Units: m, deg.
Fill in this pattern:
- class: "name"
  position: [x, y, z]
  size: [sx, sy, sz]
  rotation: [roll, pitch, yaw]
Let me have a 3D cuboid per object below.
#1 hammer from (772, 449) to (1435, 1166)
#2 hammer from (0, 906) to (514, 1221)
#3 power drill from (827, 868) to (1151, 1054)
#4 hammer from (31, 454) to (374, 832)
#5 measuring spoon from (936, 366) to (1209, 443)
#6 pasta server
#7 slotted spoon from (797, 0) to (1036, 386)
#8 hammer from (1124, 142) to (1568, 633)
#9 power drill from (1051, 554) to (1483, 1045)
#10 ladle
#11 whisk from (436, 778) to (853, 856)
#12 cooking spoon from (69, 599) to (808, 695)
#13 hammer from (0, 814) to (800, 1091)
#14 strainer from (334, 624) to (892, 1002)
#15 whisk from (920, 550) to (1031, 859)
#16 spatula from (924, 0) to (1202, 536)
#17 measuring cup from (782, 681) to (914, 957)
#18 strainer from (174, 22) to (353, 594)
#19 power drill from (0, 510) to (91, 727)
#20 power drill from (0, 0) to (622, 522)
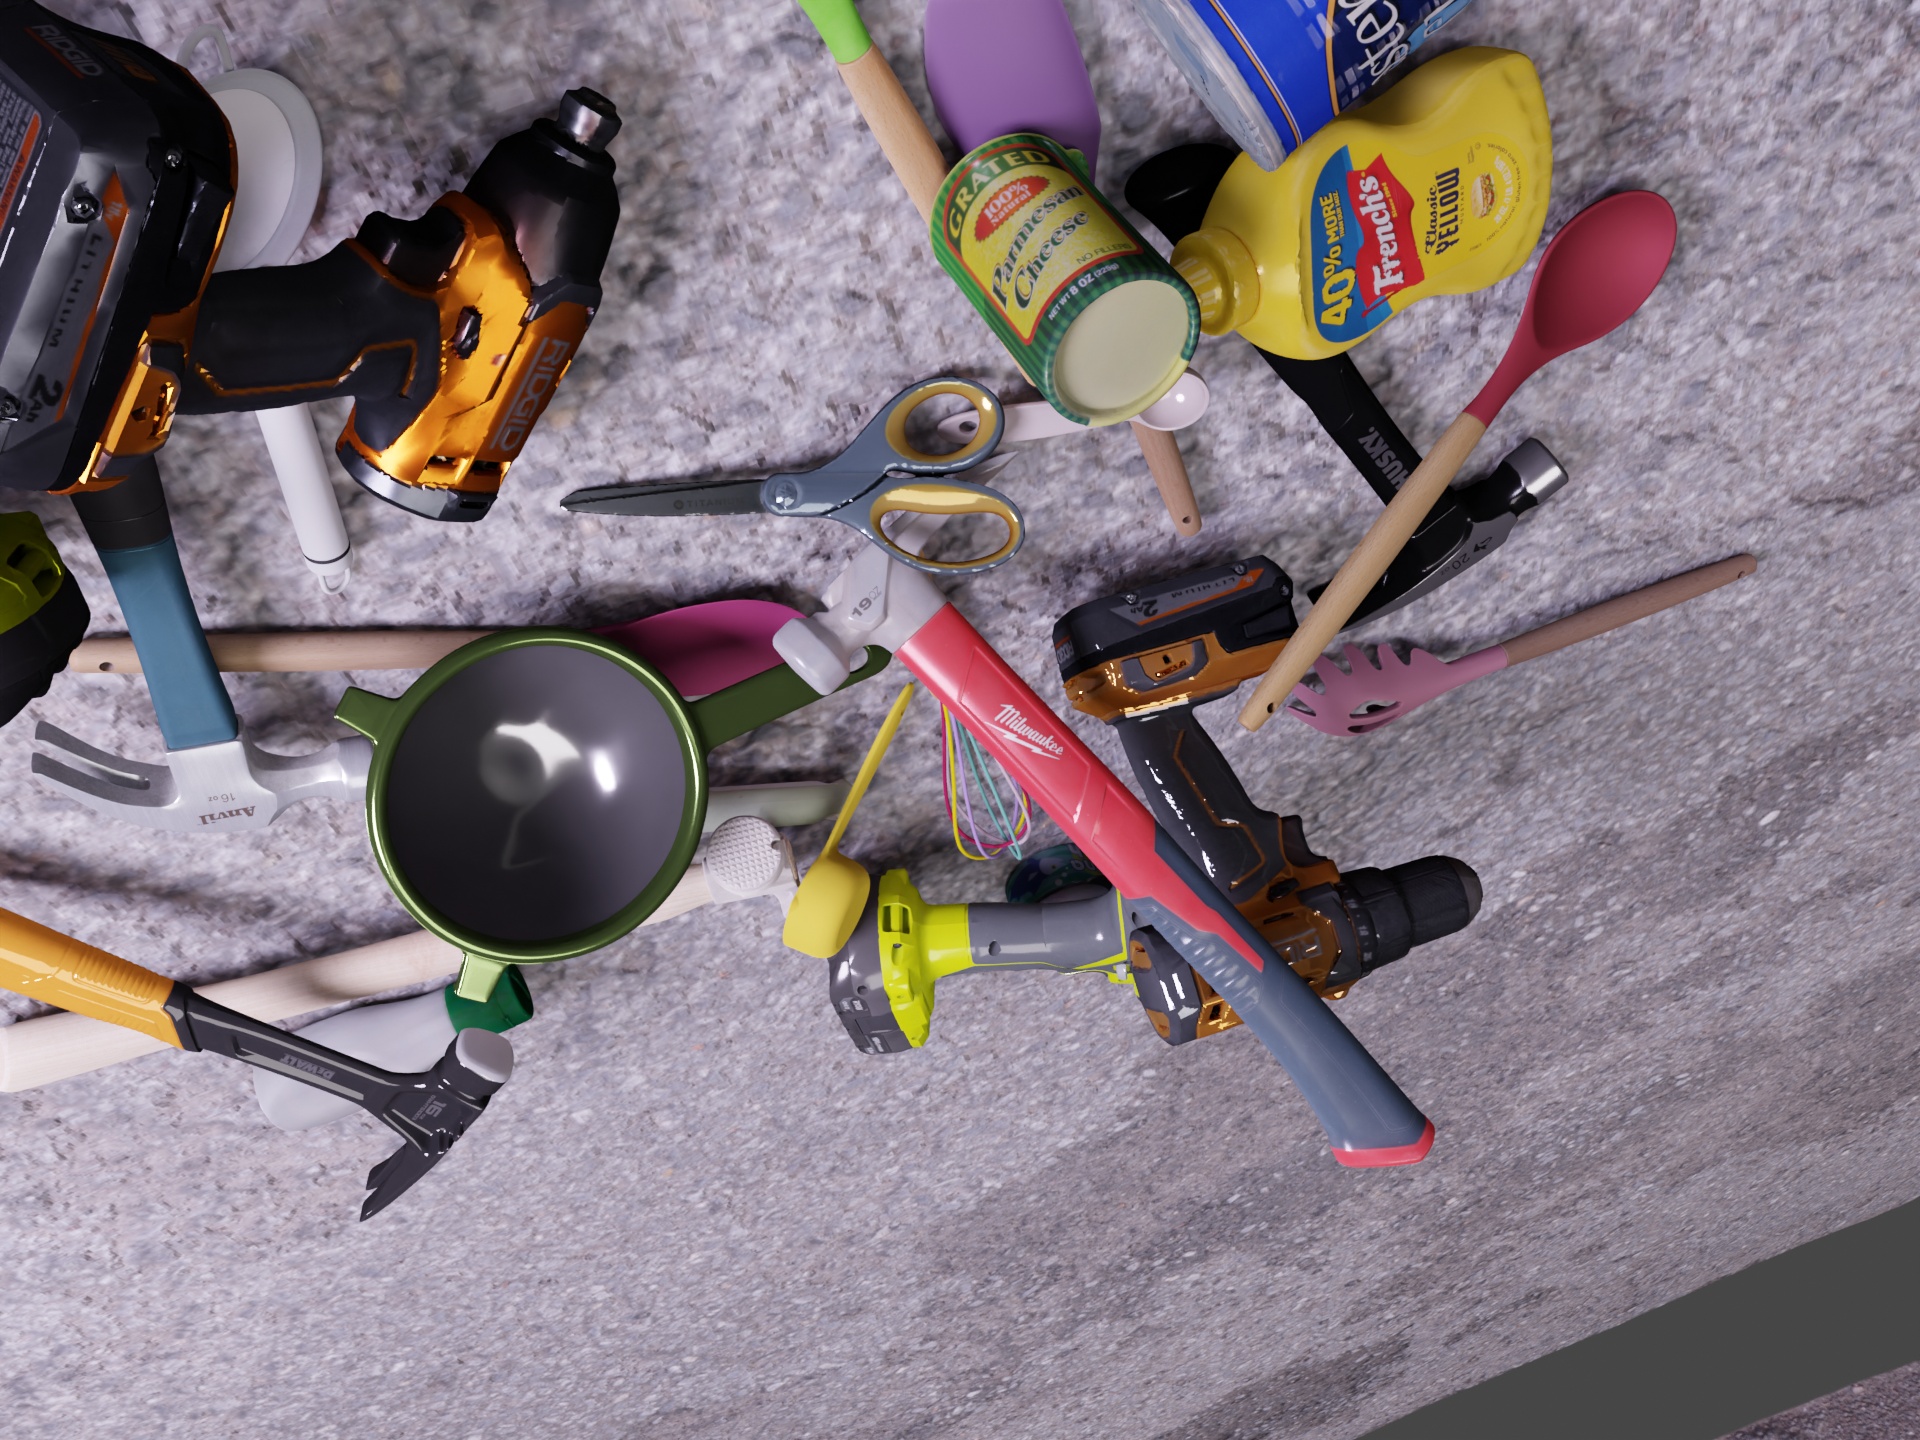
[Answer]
- class: "hammer"
  position: [0.096, 0.054, 0.747]
  size: [0.143, 0.038, 0.386]
  rotation: [-44, 95, -5]
- class: "hammer"
  position: [-0.387, 0.133, 0.738]
  size: [0.336, 0.034, 0.127]
  rotation: [32, 114, -27]
- class: "power drill"
  position: [0.043, 0.139, 0.932]
  size: [0.223, 0.080, 0.171]
  rotation: [-6, 149, 5]
- class: "hammer"
  position: [-0.312, -0.081, 0.595]
  size: [0.128, 0.033, 0.330]
  rotation: [-11, 133, -16]
- class: "measuring spoon"
  position: [0.050, -0.143, 0.720]
  size: [0.124, 0.018, 0.034]
  rotation: [-6, 143, 9]
- class: "pasta server"
  position: [0.348, -0.053, 0.972]
  size: [0.316, 0.040, 0.060]
  rotation: [-19, 140, -12]
- class: "slotted spoon"
  position: [-0.026, -0.231, 0.596]
  size: [0.070, 0.031, 0.313]
  rotation: [-24, 142, 13]
- class: "hammer"
  position: [0.175, -0.156, 0.768]
  size: [0.146, 0.035, 0.334]
  rotation: [-39, 137, 16]
- class: "power drill"
  position: [0.157, 0.034, 0.818]
  size: [0.185, 0.226, 0.084]
  rotation: [-16, 175, -10]
- class: "ladle"
  position: [0.233, -0.122, 0.767]
  size: [0.069, 0.031, 0.315]
  rotation: [35, 93, -34]
- class: "whisk"
  position: [-0.166, 0.047, 0.817]
  size: [0.246, 0.059, 0.058]
  rotation: [-2, 172, -29]
- class: "cooking spoon"
  position: [-0.222, -0.033, 0.720]
  size: [0.318, 0.017, 0.068]
  rotation: [-3, 142, -24]
- class: "hammer"
  position: [-0.285, 0.126, 0.829]
  size: [0.410, 0.038, 0.146]
  rotation: [-14, 167, -3]
- class: "strainer"
  position: [-0.153, 0.009, 0.747]
  size: [0.256, 0.069, 0.151]
  rotation: [-26, 108, -24]
- class: "whisk"
  position: [-0.003, -0.001, 0.844]
  size: [0.047, 0.051, 0.244]
  rotation: [-18, 137, 2]
- class: "spatula"
  position: [0.059, -0.185, 0.693]
  size: [0.060, 0.018, 0.315]
  rotation: [-21, 140, 11]
- class: "measuring cup"
  position: [-0.049, 0.055, 0.844]
  size: [0.156, 0.029, 0.062]
  rotation: [-65, 169, 6]
- class: "strainer"
  position: [-0.256, -0.135, 0.577]
  size: [0.087, 0.050, 0.258]
  rotation: [-51, 161, -35]
- class: "power drill"
  position: [-0.393, -0.103, 0.490]
  size: [0.190, 0.080, 0.228]
  rotation: [-6, 125, -2]
- class: "power drill"
  position: [-0.203, -0.145, 0.505]
  size: [0.164, 0.084, 0.226]
  rotation: [-56, 162, 19]
